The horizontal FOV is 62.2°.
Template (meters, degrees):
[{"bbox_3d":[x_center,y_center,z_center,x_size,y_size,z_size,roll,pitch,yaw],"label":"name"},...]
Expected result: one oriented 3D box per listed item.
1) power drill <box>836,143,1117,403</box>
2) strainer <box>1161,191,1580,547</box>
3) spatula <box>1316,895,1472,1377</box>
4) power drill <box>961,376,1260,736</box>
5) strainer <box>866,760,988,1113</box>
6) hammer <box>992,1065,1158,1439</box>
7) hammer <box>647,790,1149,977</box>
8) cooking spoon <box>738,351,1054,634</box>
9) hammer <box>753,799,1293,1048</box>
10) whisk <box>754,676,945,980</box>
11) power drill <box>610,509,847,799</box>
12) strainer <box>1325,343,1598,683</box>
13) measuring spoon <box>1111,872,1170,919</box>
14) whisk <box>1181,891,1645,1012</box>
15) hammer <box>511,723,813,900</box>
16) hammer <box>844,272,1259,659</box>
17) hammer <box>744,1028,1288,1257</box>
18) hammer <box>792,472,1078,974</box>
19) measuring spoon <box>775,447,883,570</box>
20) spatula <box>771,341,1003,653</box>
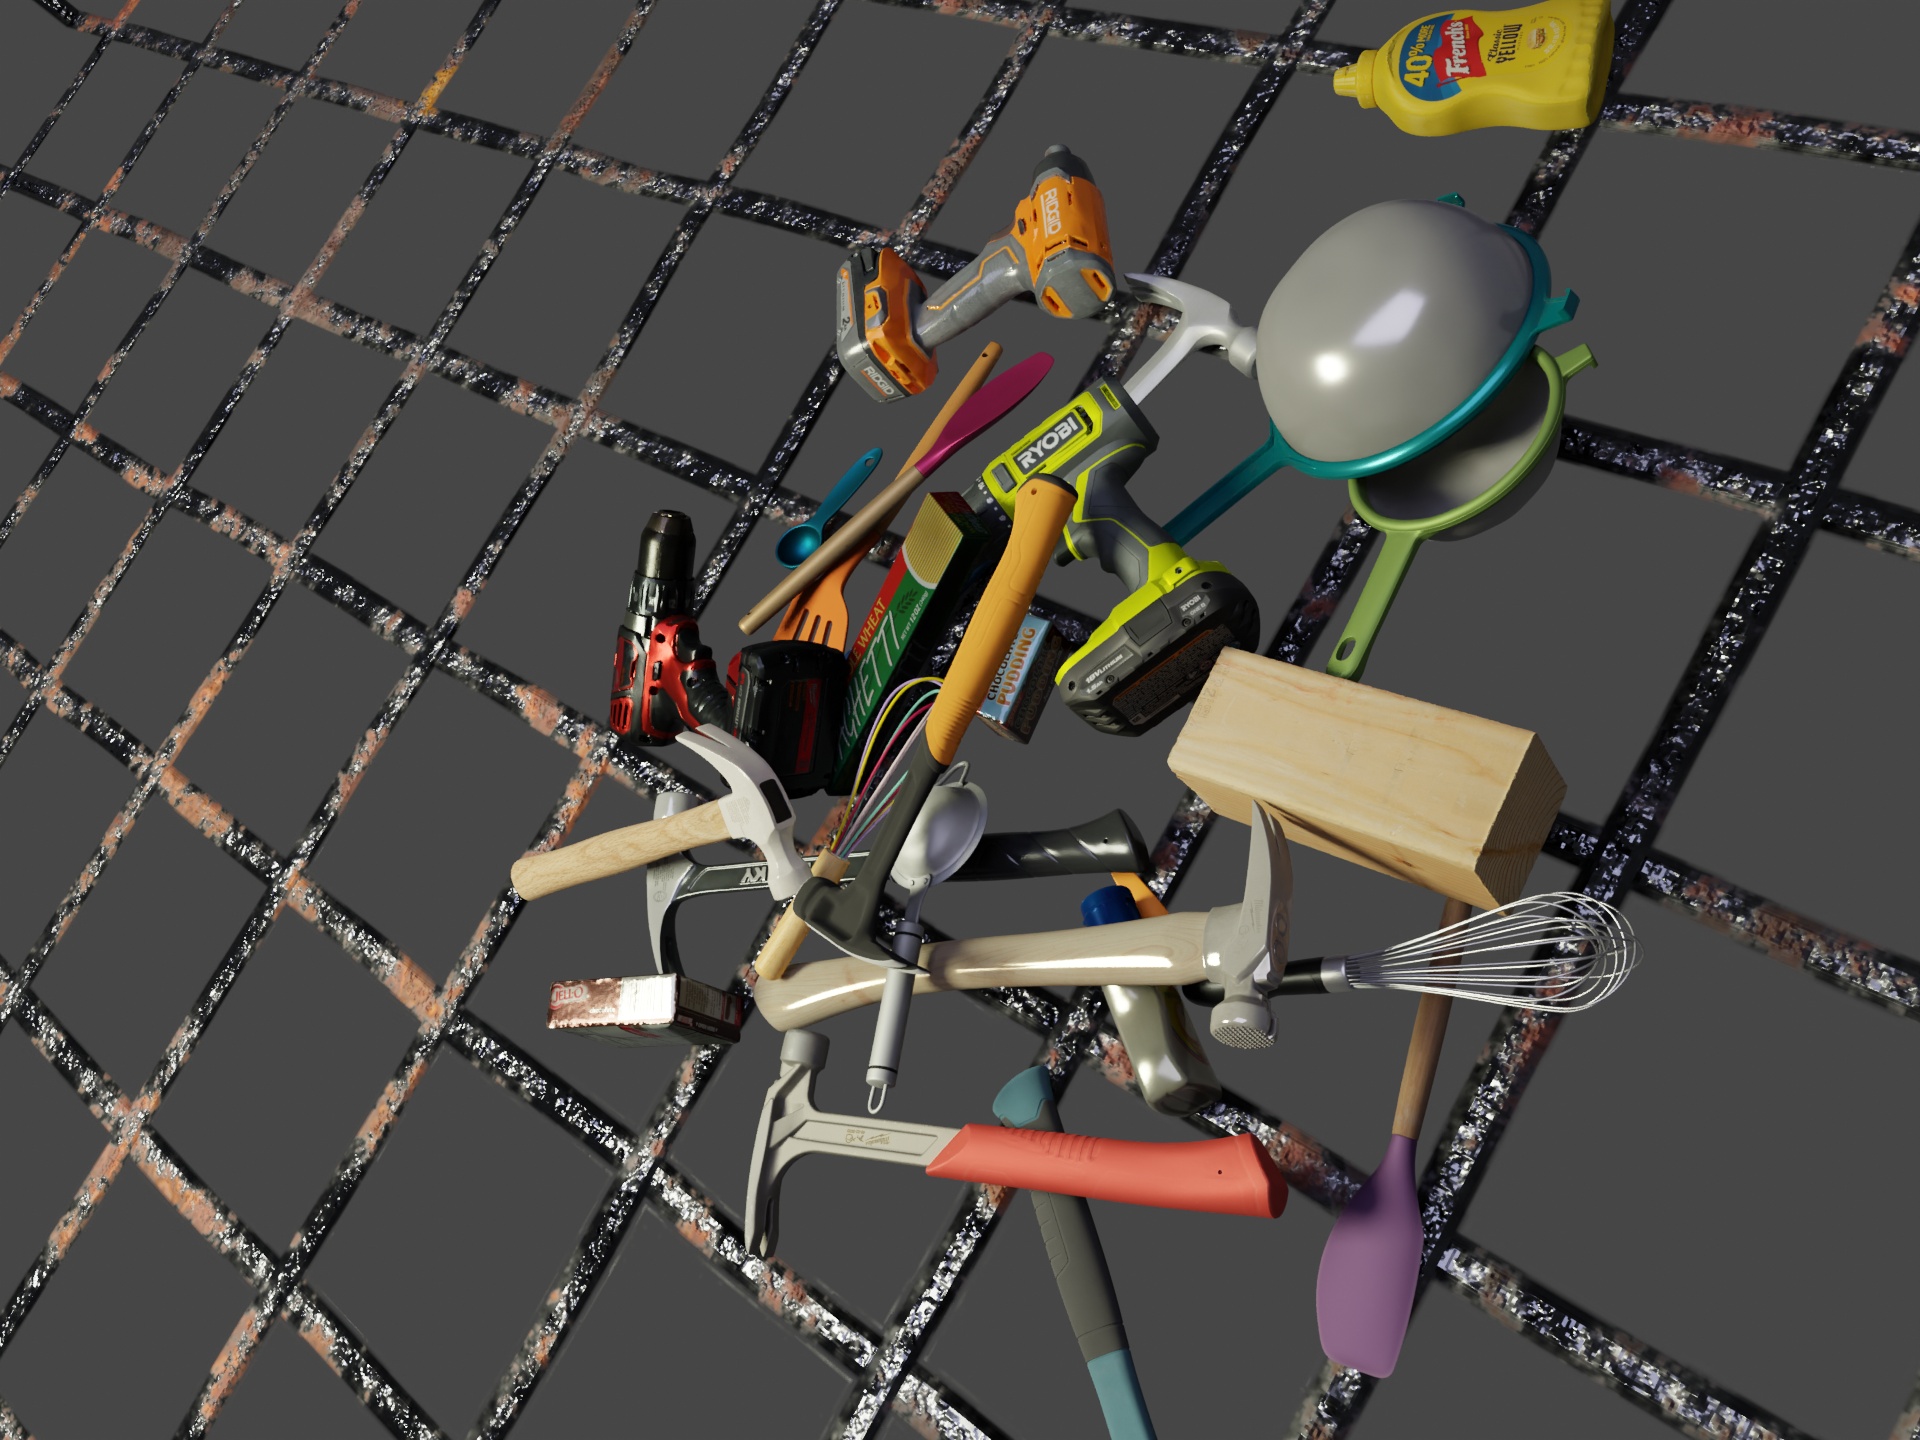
[{"bbox_3d":[0.013,-0.362,1.266,0.226,0.084,0.164,-20,54,25],"label":"power drill"},{"bbox_3d":[0.225,-0.232,1.075,0.340,0.095,0.211,-40,35,19],"label":"strainer"},{"bbox_3d":[0.266,0.220,0.938,0.060,0.018,0.316,6,72,42],"label":"spatula"},{"bbox_3d":[0.081,-0.104,1.083,0.190,0.080,0.229,-37,56,12],"label":"power drill"},{"bbox_3d":[-0.033,0.131,1.049,0.087,0.050,0.259,-14,54,39],"label":"strainer"},{"bbox_3d":[0.083,0.370,0.960,0.128,0.033,0.331,-28,59,16],"label":"hammer"},{"bbox_3d":[-0.060,0.108,1.139,0.409,0.036,0.149,-7,67,27],"label":"hammer"},{"bbox_3d":[-0.050,-0.175,1.233,0.319,0.017,0.069,-41,30,3],"label":"cooking spoon"},{"bbox_3d":[0.024,0.149,1.037,0.411,0.038,0.146,-13,53,36],"label":"hammer"},{"bbox_3d":[-0.071,0.078,1.115,0.051,0.047,0.245,35,95,46],"label":"whisk"},{"bbox_3d":[-0.186,-0.049,1.204,0.227,0.080,0.188,24,110,44],"label":"power drill"},{"bbox_3d":[0.308,-0.122,1.019,0.151,0.069,0.256,12,71,55],"label":"strainer"},{"bbox_3d":[0.121,0.122,1.058,0.021,0.011,0.117,-39,56,8],"label":"measuring spoon"},{"bbox_3d":[0.253,0.145,0.935,0.284,0.070,0.070,-13,63,37],"label":"whisk"},{"bbox_3d":[-0.239,0.090,1.183,0.331,0.031,0.130,-17,94,42],"label":"hammer"},{"bbox_3d":[0.051,-0.173,1.206,0.405,0.035,0.144,-45,56,3],"label":"hammer"},{"bbox_3d":[0.024,0.281,0.990,0.359,0.036,0.149,-1,69,30],"label":"hammer"},{"bbox_3d":[-0.002,-0.003,1.030,0.127,0.034,0.337,22,86,52],"label":"hammer"},{"bbox_3d":[-0.101,-0.170,1.302,0.042,0.021,0.128,30,76,34],"label":"measuring spoon"},{"bbox_3d":[-0.053,-0.166,1.268,0.081,0.041,0.322,27,79,32],"label":"spatula"}]
